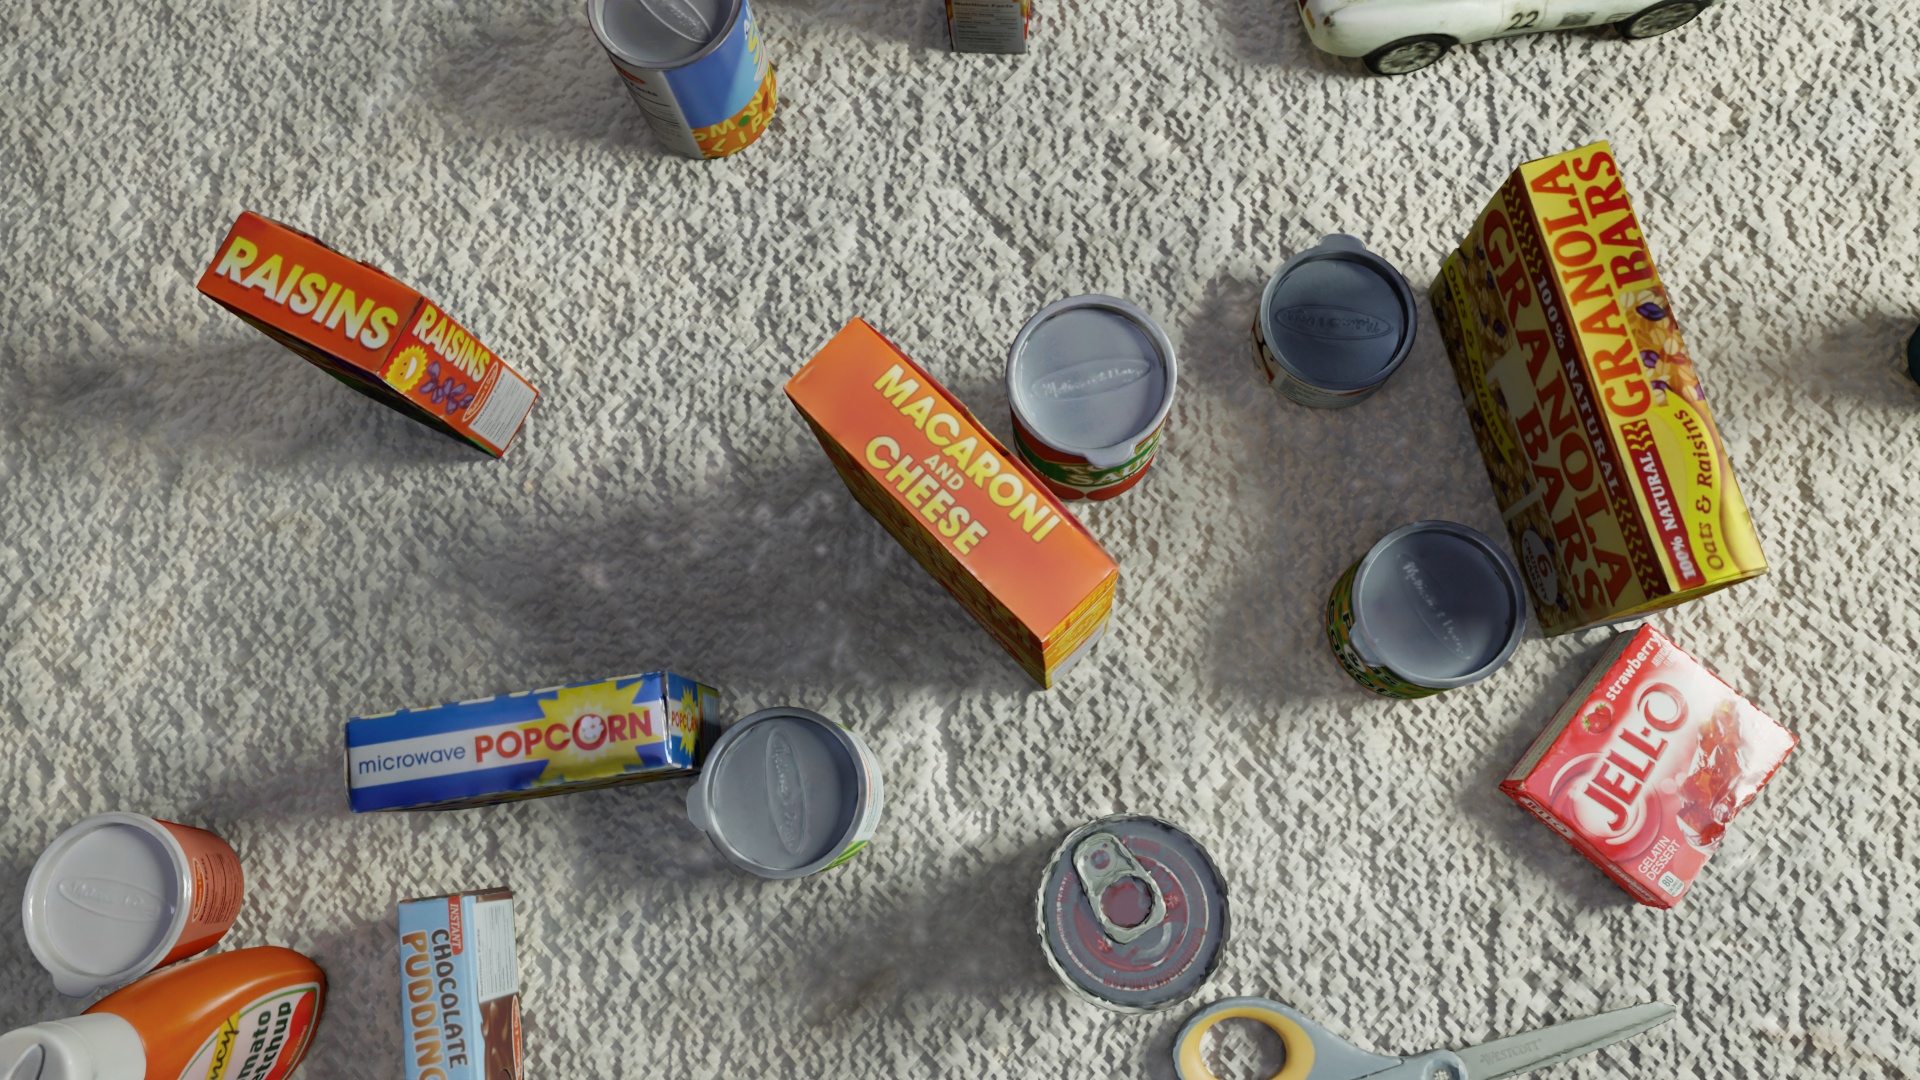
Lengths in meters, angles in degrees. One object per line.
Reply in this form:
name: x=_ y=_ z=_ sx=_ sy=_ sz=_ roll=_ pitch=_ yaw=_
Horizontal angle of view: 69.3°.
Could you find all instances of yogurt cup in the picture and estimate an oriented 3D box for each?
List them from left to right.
yogurt cup: x=-0.337 y=0.147 z=0.574 sx=0.072 sy=0.054 sz=0.072 roll=-1 pitch=78 yaw=4

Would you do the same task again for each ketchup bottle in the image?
ketchup bottle: x=-0.296 y=0.188 z=0.514 sx=0.043 sy=0.148 sz=0.065 roll=21 pitch=81 yaw=8

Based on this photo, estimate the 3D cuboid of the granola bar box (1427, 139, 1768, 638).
granola bar box: x=0.240 y=-0.051 z=0.544 sx=0.039 sy=0.124 sz=0.166 roll=-14 pitch=78 yaw=1

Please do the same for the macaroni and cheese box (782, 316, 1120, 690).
macaroni and cheese box: x=0.002 y=-0.007 z=0.528 sx=0.040 sy=0.166 sz=0.124 roll=-45 pitch=79 yaw=-5

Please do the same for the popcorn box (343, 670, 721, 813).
popcorn box: x=-0.168 y=0.083 z=0.561 sx=0.127 sy=0.085 sz=0.038 roll=-9 pitch=78 yaw=2

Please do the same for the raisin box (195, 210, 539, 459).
raisin box: x=-0.241 y=-0.082 z=0.581 sx=0.086 sy=0.123 sz=0.040 roll=26 pitch=81 yaw=8

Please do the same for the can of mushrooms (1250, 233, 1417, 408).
can of mushrooms: x=0.162 y=-0.094 z=0.604 sx=0.071 sy=0.033 sz=0.071 roll=-1 pitch=78 yaw=4

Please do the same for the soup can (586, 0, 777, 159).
soup can: x=-0.120 y=-0.221 z=0.624 sx=0.071 sy=0.083 sz=0.071 roll=-1 pitch=78 yaw=4

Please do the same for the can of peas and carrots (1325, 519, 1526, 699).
can of peas and carrots: x=0.184 y=0.031 z=0.563 sx=0.071 sy=0.058 sz=0.071 roll=-1 pitch=78 yaw=4

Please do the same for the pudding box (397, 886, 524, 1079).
pudding box: x=-0.200 y=0.184 z=0.559 sx=0.030 sy=0.049 sz=0.084 roll=-9 pitch=78 yaw=2

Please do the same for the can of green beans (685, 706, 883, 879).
can of green beans: x=-0.067 y=0.103 z=0.564 sx=0.071 sy=0.057 sz=0.071 roll=-1 pitch=78 yaw=4

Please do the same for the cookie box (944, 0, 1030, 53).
cookie box: x=0.014 y=-0.307 z=0.591 sx=0.040 sy=0.167 sz=0.123 roll=4 pitch=79 yaw=5

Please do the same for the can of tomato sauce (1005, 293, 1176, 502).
can of tomato sauce: x=0.054 y=-0.055 z=0.577 sx=0.071 sy=0.083 sz=0.071 roll=-1 pitch=78 yaw=4
